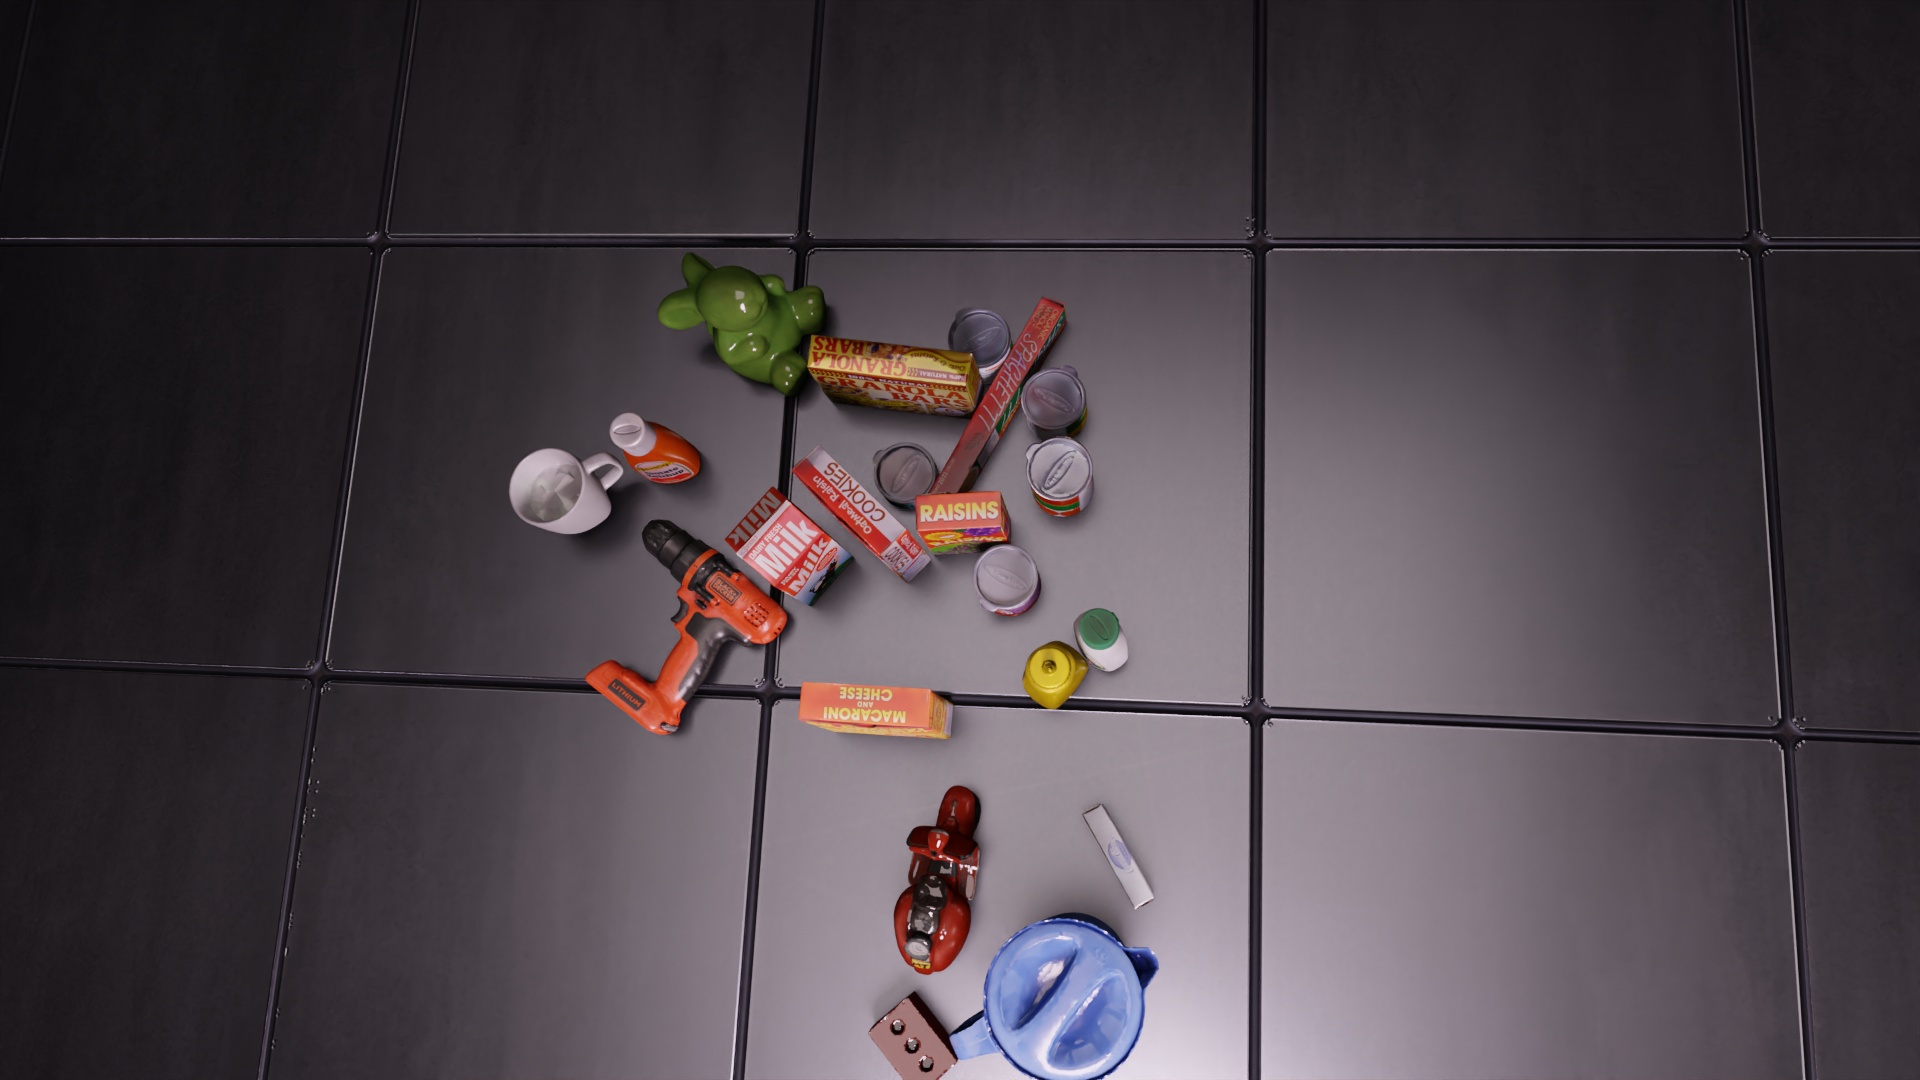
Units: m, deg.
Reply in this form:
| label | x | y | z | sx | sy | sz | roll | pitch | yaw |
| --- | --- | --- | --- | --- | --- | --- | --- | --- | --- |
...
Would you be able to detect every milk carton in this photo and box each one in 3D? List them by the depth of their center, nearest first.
| label | x | y | z | sx | sy | sz | roll | pitch | yaw |
| --- | --- | --- | --- | --- | --- | --- | --- | --- | --- |
| milk carton | -0.173 | 0.005 | 1.381 | 0.073 | 0.190 | 0.072 | 41 | 86 | 12 |

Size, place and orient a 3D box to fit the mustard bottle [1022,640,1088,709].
| label | x | y | z | sx | sy | sz | roll | pitch | yaw |
| --- | --- | --- | --- | --- | --- | --- | --- | --- | --- |
| mustard bottle | 0.089 | 0.126 | 1.342 | 0.049 | 0.160 | 0.065 | 37 | 85 | 12 |

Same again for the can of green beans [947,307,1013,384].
| label | x | y | z | sx | sy | sz | roll | pitch | yaw |
| --- | --- | --- | --- | --- | --- | --- | --- | --- | --- |
| can of green beans | 0.023 | -0.204 | 1.470 | 0.071 | 0.057 | 0.071 | -1 | 79 | 6 |

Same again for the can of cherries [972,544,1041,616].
| label | x | y | z | sx | sy | sz | roll | pitch | yaw |
| --- | --- | --- | --- | --- | --- | --- | --- | --- | --- |
| can of cherries | 0.046 | 0.043 | 1.416 | 0.071 | 0.058 | 0.071 | -1 | 79 | 6 |

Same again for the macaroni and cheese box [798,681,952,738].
| label | x | y | z | sx | sy | sz | roll | pitch | yaw |
| --- | --- | --- | --- | --- | --- | --- | --- | --- | --- |
| macaroni and cheese box | -0.078 | 0.167 | 1.349 | 0.124 | 0.166 | 0.040 | 2 | 79 | 7 |

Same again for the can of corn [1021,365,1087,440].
| label | x | y | z | sx | sy | sz | roll | pitch | yaw |
| --- | --- | --- | --- | --- | --- | --- | --- | --- | --- |
| can of corn | 0.100 | -0.142 | 1.448 | 0.071 | 0.058 | 0.071 | -1 | 79 | 6 |

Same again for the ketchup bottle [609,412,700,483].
| label | x | y | z | sx | sy | sz | roll | pitch | yaw |
| --- | --- | --- | --- | --- | --- | --- | --- | --- | --- |
| ketchup bottle | -0.321 | -0.096 | 1.440 | 0.065 | 0.148 | 0.043 | -8 | 78 | 5 |

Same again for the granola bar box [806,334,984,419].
| label | x | y | z | sx | sy | sz | roll | pitch | yaw |
| --- | --- | --- | --- | --- | --- | --- | --- | --- | --- |
| granola bar box | -0.065 | -0.167 | 1.438 | 0.165 | 0.124 | 0.039 | 8 | 80 | 8 |

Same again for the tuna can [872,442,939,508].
| label | x | y | z | sx | sy | sz | roll | pitch | yaw |
| --- | --- | --- | --- | --- | --- | --- | --- | --- | --- |
| tuna can | -0.059 | -0.069 | 1.464 | 0.071 | 0.033 | 0.071 | -1 | 78 | 6 |

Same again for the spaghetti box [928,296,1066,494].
| label | x | y | z | sx | sy | sz | roll | pitch | yaw |
| --- | --- | --- | --- | --- | --- | --- | --- | --- | --- |
| spaghetti box | 0.041 | -0.141 | 1.459 | 0.029 | 0.050 | 0.250 | 28 | 83 | 11 |

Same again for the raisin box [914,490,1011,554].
| label | x | y | z | sx | sy | sz | roll | pitch | yaw |
| --- | --- | --- | --- | --- | --- | --- | --- | --- | --- |
| raisin box | 0.005 | -0.018 | 1.400 | 0.086 | 0.123 | 0.040 | -3 | 79 | 6 |

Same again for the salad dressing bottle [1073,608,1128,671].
| label | x | y | z | sx | sy | sz | roll | pitch | yaw |
| --- | --- | --- | --- | --- | --- | --- | --- | --- | --- |
| salad dressing bottle | 0.136 | 0.093 | 1.350 | 0.044 | 0.147 | 0.064 | -35 | 77 | -1 |

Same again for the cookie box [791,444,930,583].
| label | x | y | z | sx | sy | sz | roll | pitch | yaw |
| --- | --- | --- | --- | --- | --- | --- | --- | --- | --- |
| cookie box | -0.097 | -0.023 | 1.390 | 0.123 | 0.167 | 0.040 | 43 | 87 | 12 |

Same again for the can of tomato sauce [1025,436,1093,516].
| label | x | y | z | sx | sy | sz | roll | pitch | yaw |
| --- | --- | --- | --- | --- | --- | --- | --- | --- | --- |
| can of tomato sauce | 0.101 | -0.065 | 1.419 | 0.071 | 0.083 | 0.071 | -1 | 79 | 6 |

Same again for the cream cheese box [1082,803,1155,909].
| label | x | y | z | sx | sy | sz | roll | pitch | yaw |
| --- | --- | --- | --- | --- | --- | --- | --- | --- | --- |
| cream cheese box | 0.154 | 0.306 | 1.352 | 0.024 | 0.053 | 0.104 | -30 | 77 | 0 |
